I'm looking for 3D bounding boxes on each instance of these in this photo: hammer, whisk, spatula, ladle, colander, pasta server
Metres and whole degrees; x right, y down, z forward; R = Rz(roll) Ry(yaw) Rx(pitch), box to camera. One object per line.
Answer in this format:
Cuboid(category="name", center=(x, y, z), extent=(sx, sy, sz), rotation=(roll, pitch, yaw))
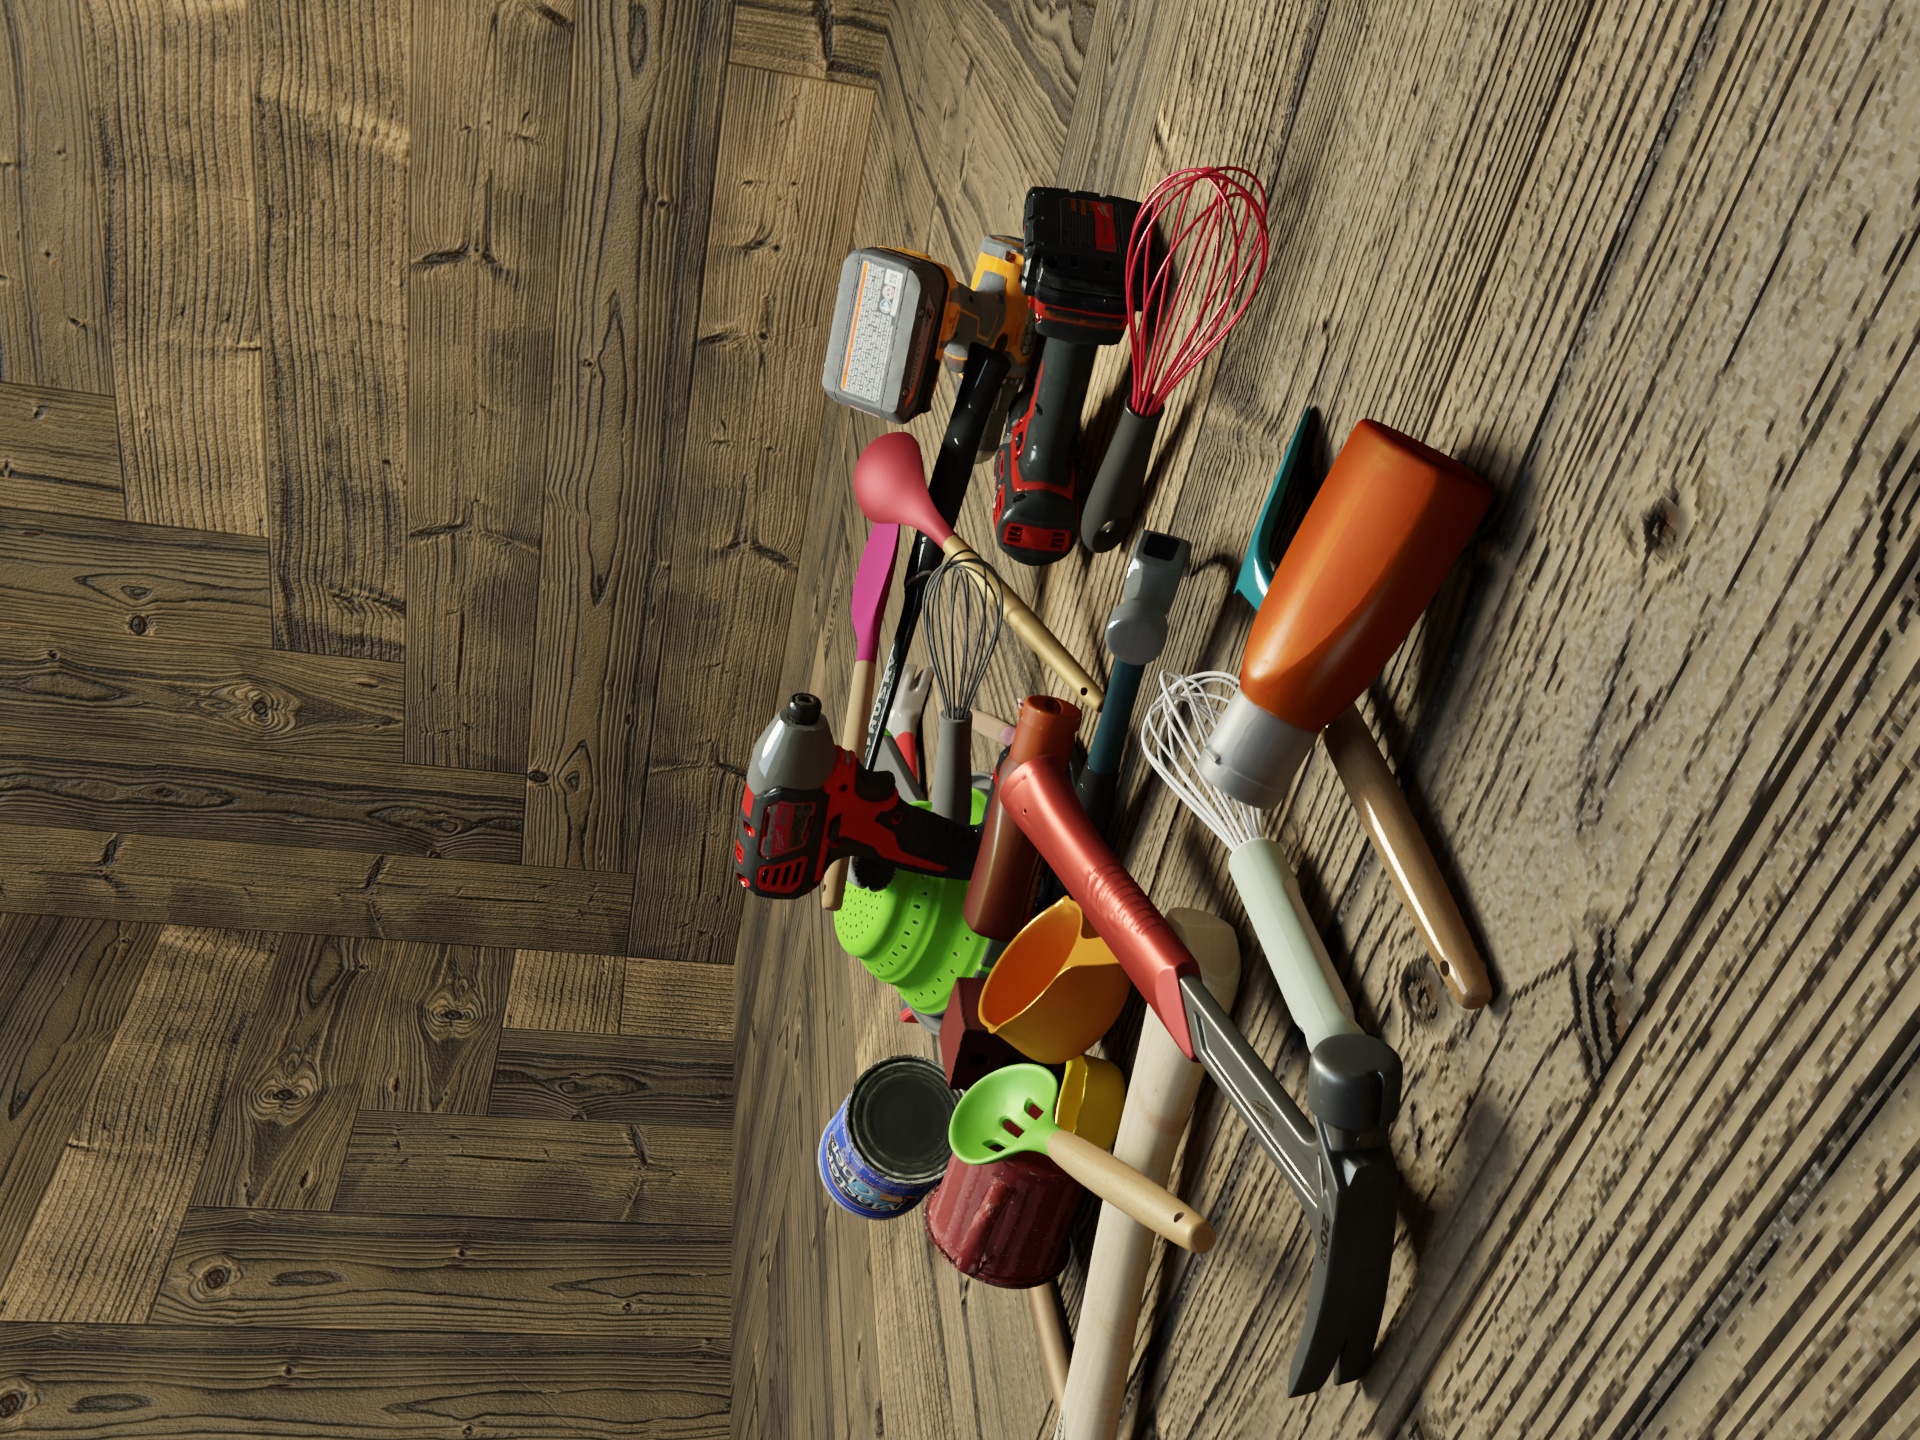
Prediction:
Cuboid(category="hammer", center=(-0.037, -0.083, 1.183), extent=(0.149, 0.036, 0.409), rotation=(16, 90, 64))
Cuboid(category="whisk", center=(0.130, 0.056, 0.709), extent=(0.057, 0.059, 0.247), rotation=(50, -164, -37))
Cuboid(category="spatula", center=(0.047, 0.340, 1.015), extent=(0.316, 0.018, 0.059), rotation=(-106, 34, -62))
Cuboid(category="ladle", center=(0.007, -0.106, 1.096), extent=(0.069, 0.031, 0.316), rotation=(-55, 52, 20))
Cuboid(category="colander", center=(-0.058, 0.094, 1.274), extent=(0.204, 0.094, 0.398), rotation=(-66, 27, 19))
Cuboid(category="pasta server", center=(0.026, 0.007, 1.241), extent=(0.316, 0.040, 0.060), rotation=(-152, 81, -79))
Cuboid(category="spatula", center=(0.159, -0.014, 0.652), extent=(0.318, 0.044, 0.082), rotation=(-103, 23, -45))
Cuboid(category="hammer", center=(0.080, 0.032, 0.913), extent=(0.128, 0.033, 0.330), rotation=(-67, -9, -47))
Cuboid(category="hammer", center=(0.075, 0.289, 0.821), extent=(0.146, 0.038, 0.410), rotation=(-142, 60, -64))
Cuboid(category="hammer", center=(0.089, 0.118, 0.715), extent=(0.359, 0.036, 0.149), rotation=(-126, 33, -61))
Cuboid(category="whisk", center=(-0.002, -0.004, 1.083), extent=(0.055, 0.055, 0.238), rotation=(-105, 15, -60))
Cuboid(category="whisk", center=(0.108, -0.192, 0.899), extent=(0.295, 0.073, 0.073), rotation=(104, 167, -56))
Cuboid(category="hammer", center=(-0.044, 0.118, 1.523), extent=(0.387, 0.038, 0.143), rotation=(-96, 18, -45))

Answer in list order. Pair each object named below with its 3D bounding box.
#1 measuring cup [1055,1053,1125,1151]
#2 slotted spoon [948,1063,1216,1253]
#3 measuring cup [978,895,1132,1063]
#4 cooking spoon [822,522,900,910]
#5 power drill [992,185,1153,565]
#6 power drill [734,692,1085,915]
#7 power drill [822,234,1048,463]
Cuboid(category="measuring cup", center=(0.080, 0.191, 0.943), extent=(0.157, 0.029, 0.062), rotation=(-80, 8, -54))
Cuboid(category="slotted spoon", center=(0.056, 0.215, 0.777), extent=(0.070, 0.031, 0.314), rotation=(-42, 7, -13))
Cuboid(category="measuring cup", center=(0.079, 0.144, 0.877), extent=(0.173, 0.052, 0.095), rotation=(-24, 30, 56))
Cuboid(category="cooking spoon", center=(-0.072, -0.017, 1.151), extent=(0.069, 0.017, 0.319), rotation=(-31, 47, 56))
Cuboid(category="power drill", center=(0.066, -0.242, 1.085), extent=(0.188, 0.080, 0.226), rotation=(-87, 6, -49))
Cuboid(category="power drill", center=(-0.033, 0.054, 1.045), extent=(0.079, 0.219, 0.143), rotation=(-104, 23, -58))
Cuboid(category="power drill", center=(-0.013, -0.284, 1.247), extent=(0.226, 0.084, 0.185), rotation=(-26, -45, -55))
